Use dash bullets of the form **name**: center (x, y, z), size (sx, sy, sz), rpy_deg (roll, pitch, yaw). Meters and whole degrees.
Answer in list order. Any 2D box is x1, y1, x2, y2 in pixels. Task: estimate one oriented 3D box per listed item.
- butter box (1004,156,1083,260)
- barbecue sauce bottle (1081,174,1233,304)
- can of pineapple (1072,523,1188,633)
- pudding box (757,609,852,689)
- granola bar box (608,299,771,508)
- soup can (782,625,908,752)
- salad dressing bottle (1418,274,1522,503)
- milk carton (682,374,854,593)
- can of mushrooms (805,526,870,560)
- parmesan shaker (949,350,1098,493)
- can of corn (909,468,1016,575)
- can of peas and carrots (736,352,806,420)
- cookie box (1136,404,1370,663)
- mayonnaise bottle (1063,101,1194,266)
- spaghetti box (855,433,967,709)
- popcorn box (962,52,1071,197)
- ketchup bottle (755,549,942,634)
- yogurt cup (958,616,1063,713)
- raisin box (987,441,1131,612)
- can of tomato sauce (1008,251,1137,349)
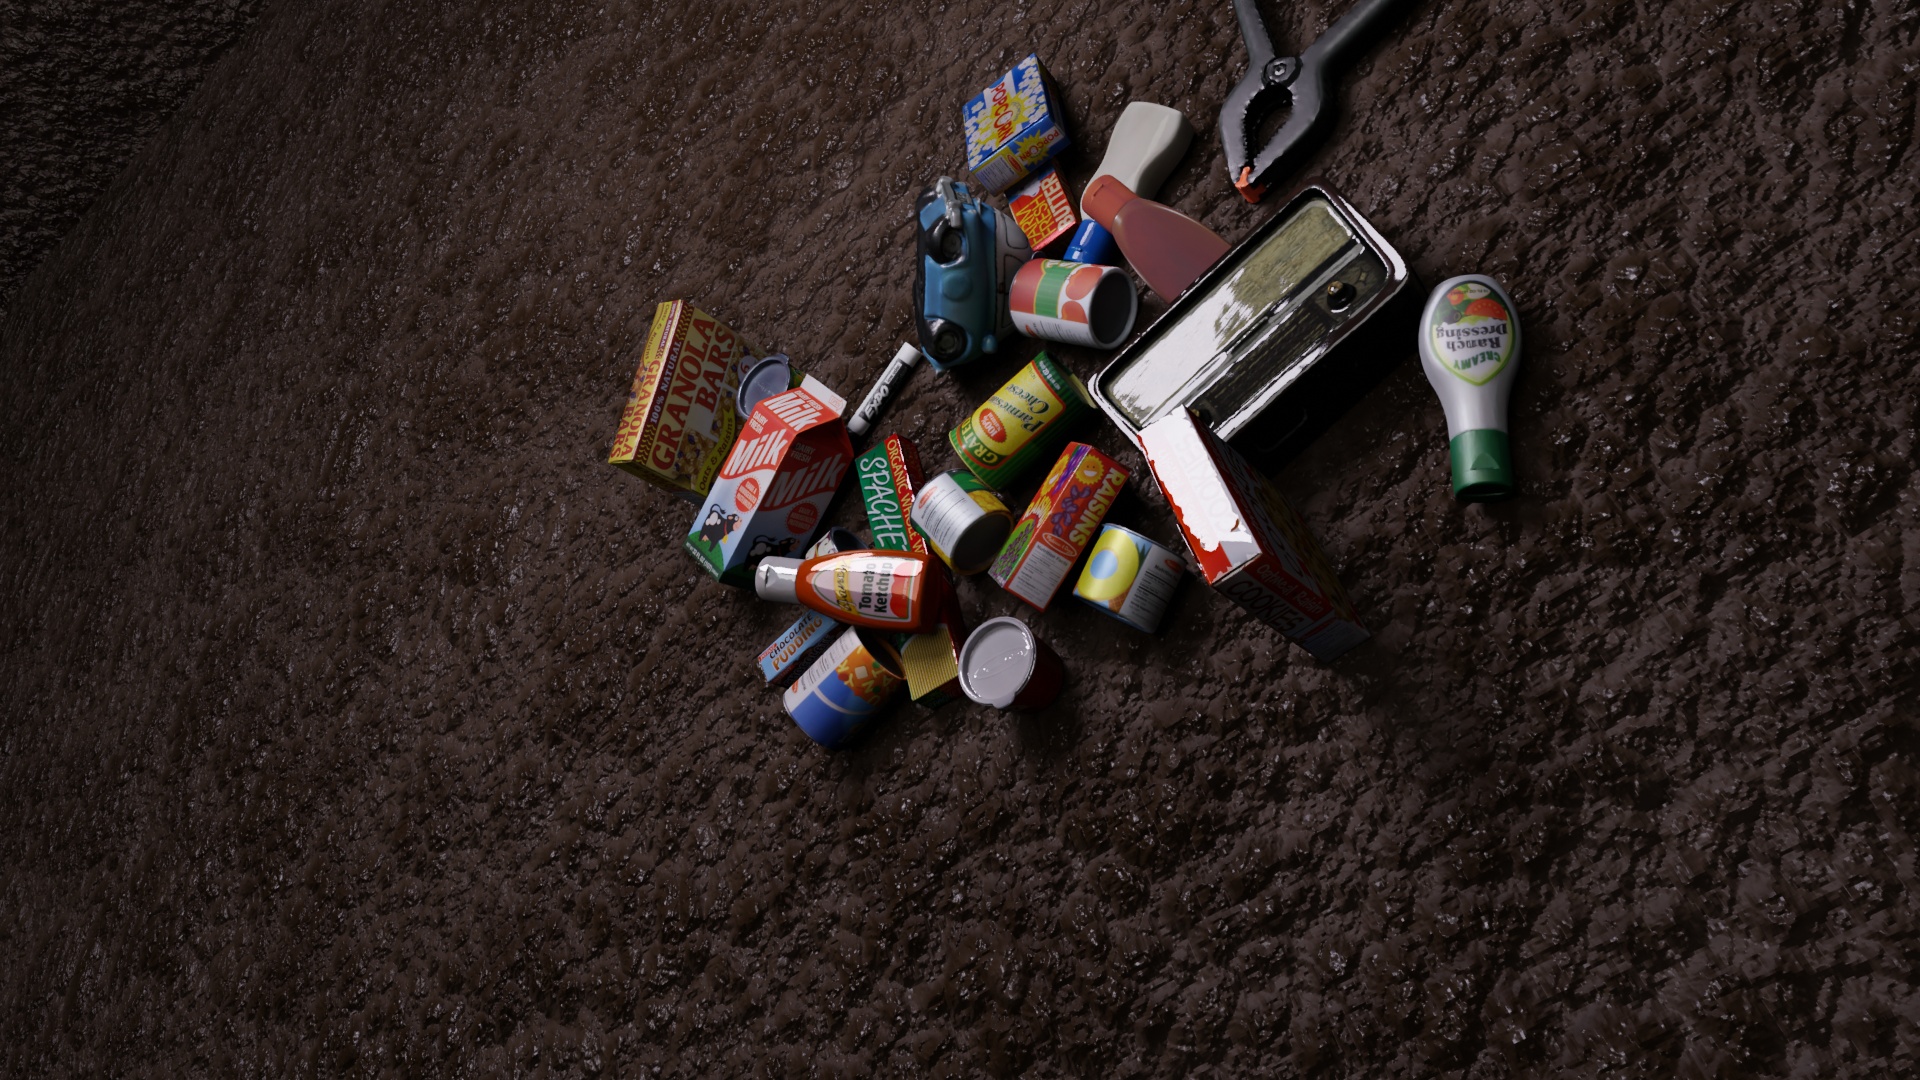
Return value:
- **butter box**: center (0.073, -0.292, 1.215), size (0.053, 0.024, 0.104), rpy_deg (-33, 52, 22)
- **barbecue sauce bottle**: center (0.156, -0.232, 1.085), size (0.065, 0.043, 0.149), rpy_deg (-48, 64, 8)
- **can of pineapple**: center (0.120, 0.027, 0.999), size (0.071, 0.071, 0.058), rpy_deg (23, 85, 42)
- **pudding box**: center (-0.124, 0.089, 1.170), size (0.083, 0.049, 0.030), rpy_deg (-41, 52, 15)
- **granola bar box**: center (-0.254, -0.127, 1.324), size (0.039, 0.124, 0.166), rpy_deg (0, 70, 40)
- **soup can**: center (-0.089, 0.120, 1.120), size (0.083, 0.071, 0.071), rpy_deg (-45, 49, 11)
- **salad dressing bottle**: center (0.335, -0.099, 0.905), size (0.064, 0.044, 0.148), rpy_deg (-3, 70, 14)
- **milk carton**: center (-0.162, -0.052, 1.235), size (0.072, 0.073, 0.190), rpy_deg (37, 102, 43)
- **can of mushrooms**: center (-0.095, 0.025, 1.167), size (0.033, 0.071, 0.071), rpy_deg (-42, 50, 16)
- **parmesan shaker**: center (0.049, -0.097, 1.112), size (0.103, 0.071, 0.071), rpy_deg (-41, 50, 15)
- **can of corn**: center (0.004, -0.014, 1.109), size (0.071, 0.071, 0.058), rpy_deg (-50, 54, 8)
- **can of peas and carrots**: center (-0.165, -0.133, 1.301), size (0.071, 0.058, 0.071), rpy_deg (-17, 60, 31)
- **cookie box**: center (0.188, -0.001, 0.891), size (0.040, 0.167, 0.123), rpy_deg (-37, 51, 20)
- **mayonnaise bottle**: center (0.135, -0.290, 1.156), size (0.065, 0.041, 0.148), rpy_deg (27, 89, 39)
- **spaghetti box**: center (-0.039, 0.019, 1.152), size (0.050, 0.028, 0.251), rpy_deg (-31, 54, 22)
- **popcorn box**: center (0.048, -0.372, 1.241), size (0.085, 0.038, 0.127), rpy_deg (-32, 37, 23)
- **ketchup bottle**: center (-0.090, 0.037, 1.106), size (0.149, 0.043, 0.065), rpy_deg (5, 82, 22)
- **yogurt cup**: center (0.040, 0.096, 1.036), size (0.072, 0.054, 0.072), rpy_deg (-17, 60, 31)
- **raisin box**: center (0.073, -0.012, 1.044), size (0.123, 0.040, 0.086), rpy_deg (-58, 8, 1)
- **can of tomato sauce**: center (0.092, -0.194, 1.125), size (0.083, 0.071, 0.071), rpy_deg (17, 81, 41)
